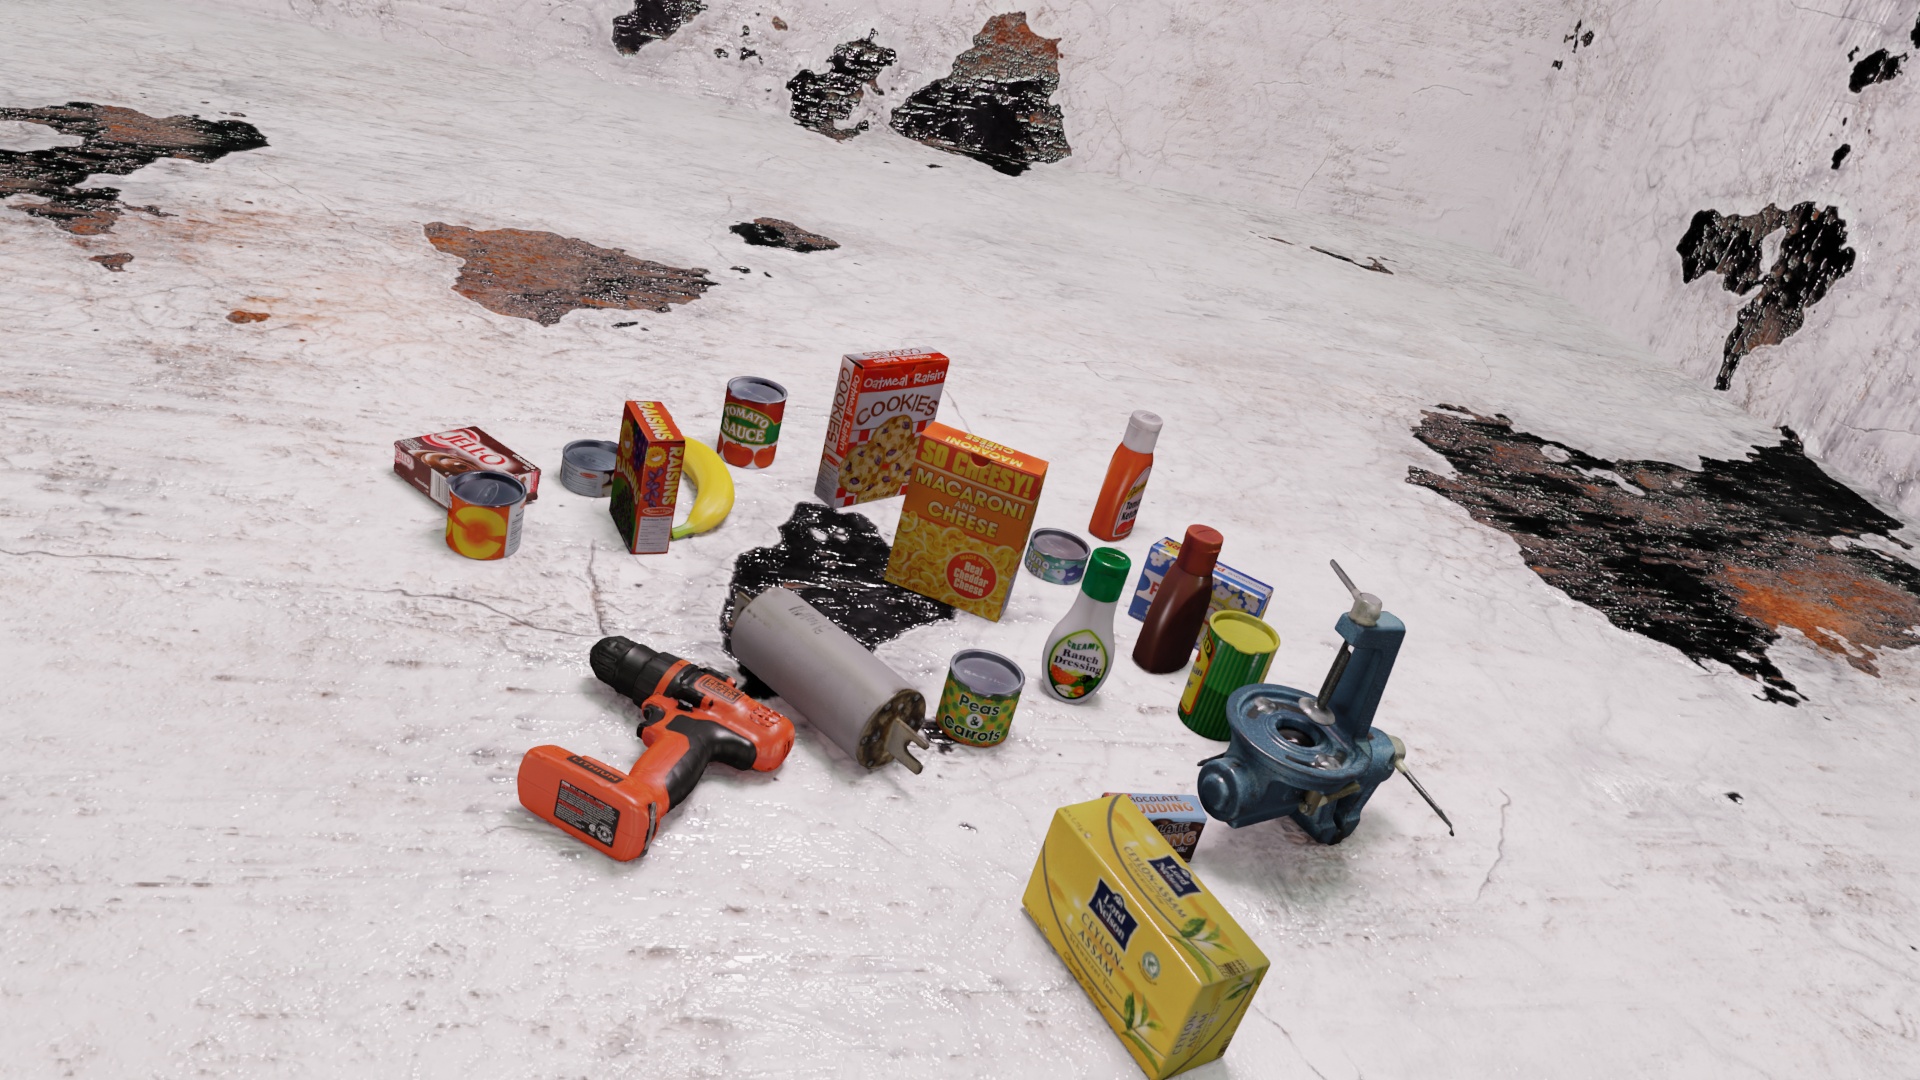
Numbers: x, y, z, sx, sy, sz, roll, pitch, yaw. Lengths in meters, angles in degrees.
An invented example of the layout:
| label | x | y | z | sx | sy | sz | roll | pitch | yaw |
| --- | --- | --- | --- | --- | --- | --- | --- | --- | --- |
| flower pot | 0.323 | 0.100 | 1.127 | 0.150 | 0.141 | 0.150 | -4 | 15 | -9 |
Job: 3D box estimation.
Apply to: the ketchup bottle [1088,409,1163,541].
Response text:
| label | x | y | z | sx | sy | sz | roll | pitch | yaw |
| --- | --- | --- | --- | --- | --- | --- | --- | --- | --- |
| ketchup bottle | 0.188 | -0.074 | 1.562 | 0.043 | 0.148 | 0.065 | 30 | 31 | 26 |

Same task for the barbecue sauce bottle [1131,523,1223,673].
| label | x | y | z | sx | sy | sz | roll | pitch | yaw |
| --- | --- | --- | --- | --- | --- | --- | --- | --- | --- |
| barbecue sauce bottle | 0.214 | 0.056 | 1.337 | 0.065 | 0.147 | 0.044 | -9 | 36 | -39 |

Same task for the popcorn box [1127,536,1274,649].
| label | x | y | z | sx | sy | sz | roll | pitch | yaw |
| --- | --- | --- | --- | --- | --- | --- | --- | --- | --- |
| popcorn box | 0.243 | 0.062 | 1.409 | 0.127 | 0.084 | 0.038 | 27 | 30 | 21 |

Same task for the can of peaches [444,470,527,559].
| label | x | y | z | sx | sy | sz | roll | pitch | yaw |
| --- | --- | --- | --- | --- | --- | --- | --- | --- | --- |
| can of peaches | -0.432 | -0.024 | 1.256 | 0.071 | 0.057 | 0.071 | 12 | 28 | -6 |

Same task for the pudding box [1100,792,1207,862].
| label | x | y | z | sx | sy | sz | roll | pitch | yaw |
| --- | --- | --- | --- | --- | --- | --- | --- | --- | --- |
| pudding box | 0.148 | 0.226 | 1.098 | 0.084 | 0.049 | 0.030 | 6 | 29 | -18 |

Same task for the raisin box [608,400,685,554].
| label | x | y | z | sx | sy | sz | roll | pitch | yaw |
| --- | --- | --- | --- | --- | --- | --- | --- | --- | --- |
| raisin box | -0.298 | -0.060 | 1.321 | 0.040 | 0.122 | 0.086 | -1 | 32 | -29 |

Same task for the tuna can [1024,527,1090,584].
| label | x | y | z | sx | sy | sz | roll | pitch | yaw |
| --- | --- | --- | --- | --- | --- | --- | --- | --- | --- |
| tuna can | 0.101 | 0.017 | 1.476 | 0.071 | 0.032 | 0.071 | 12 | 28 | -6 |

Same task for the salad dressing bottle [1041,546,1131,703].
| label | x | y | z | sx | sy | sz | roll | pitch | yaw |
| --- | --- | --- | --- | --- | --- | --- | --- | --- | --- |
| salad dressing bottle | 0.115 | 0.076 | 1.252 | 0.064 | 0.147 | 0.044 | 16 | 27 | 1 |

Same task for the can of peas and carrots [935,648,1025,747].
| label | x | y | z | sx | sy | sz | roll | pitch | yaw |
| --- | --- | --- | --- | --- | --- | --- | --- | --- | --- |
| can of peas and carrots | 0.016 | 0.136 | 1.188 | 0.071 | 0.058 | 0.071 | 12 | 28 | -6 |

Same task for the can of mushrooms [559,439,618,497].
| label | x | y | z | sx | sy | sz | roll | pitch | yaw |
| --- | --- | --- | --- | --- | --- | --- | --- | --- | --- |
| can of mushrooms | -0.369 | -0.074 | 1.406 | 0.071 | 0.033 | 0.071 | 12 | 28 | -6 |

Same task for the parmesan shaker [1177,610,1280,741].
| label | x | y | z | sx | sy | sz | roll | pitch | yaw |
| --- | --- | --- | --- | --- | --- | --- | --- | --- | --- |
| parmesan shaker | 0.244 | 0.126 | 1.273 | 0.071 | 0.102 | 0.071 | 12 | 28 | -6 |

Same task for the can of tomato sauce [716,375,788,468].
| label | x | y | z | sx | sy | sz | roll | pitch | yaw |
| --- | --- | --- | --- | --- | --- | --- | --- | --- | --- |
| can of tomato sauce | -0.230 | -0.129 | 1.523 | 0.071 | 0.082 | 0.071 | 12 | 28 | -6 |

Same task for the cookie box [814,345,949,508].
| label | x | y | z | sx | sy | sz | roll | pitch | yaw |
| --- | --- | --- | --- | --- | --- | --- | --- | --- | --- |
| cookie box | -0.084 | -0.123 | 1.496 | 0.123 | 0.166 | 0.040 | -13 | 39 | -43 |

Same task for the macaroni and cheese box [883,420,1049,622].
| label | x | y | z | sx | sy | sz | roll | pitch | yaw |
| --- | --- | --- | --- | --- | --- | --- | --- | --- | --- |
| macaroni and cheese box | 0.005 | -0.017 | 1.347 | 0.124 | 0.165 | 0.040 | 20 | 28 | 9 |
